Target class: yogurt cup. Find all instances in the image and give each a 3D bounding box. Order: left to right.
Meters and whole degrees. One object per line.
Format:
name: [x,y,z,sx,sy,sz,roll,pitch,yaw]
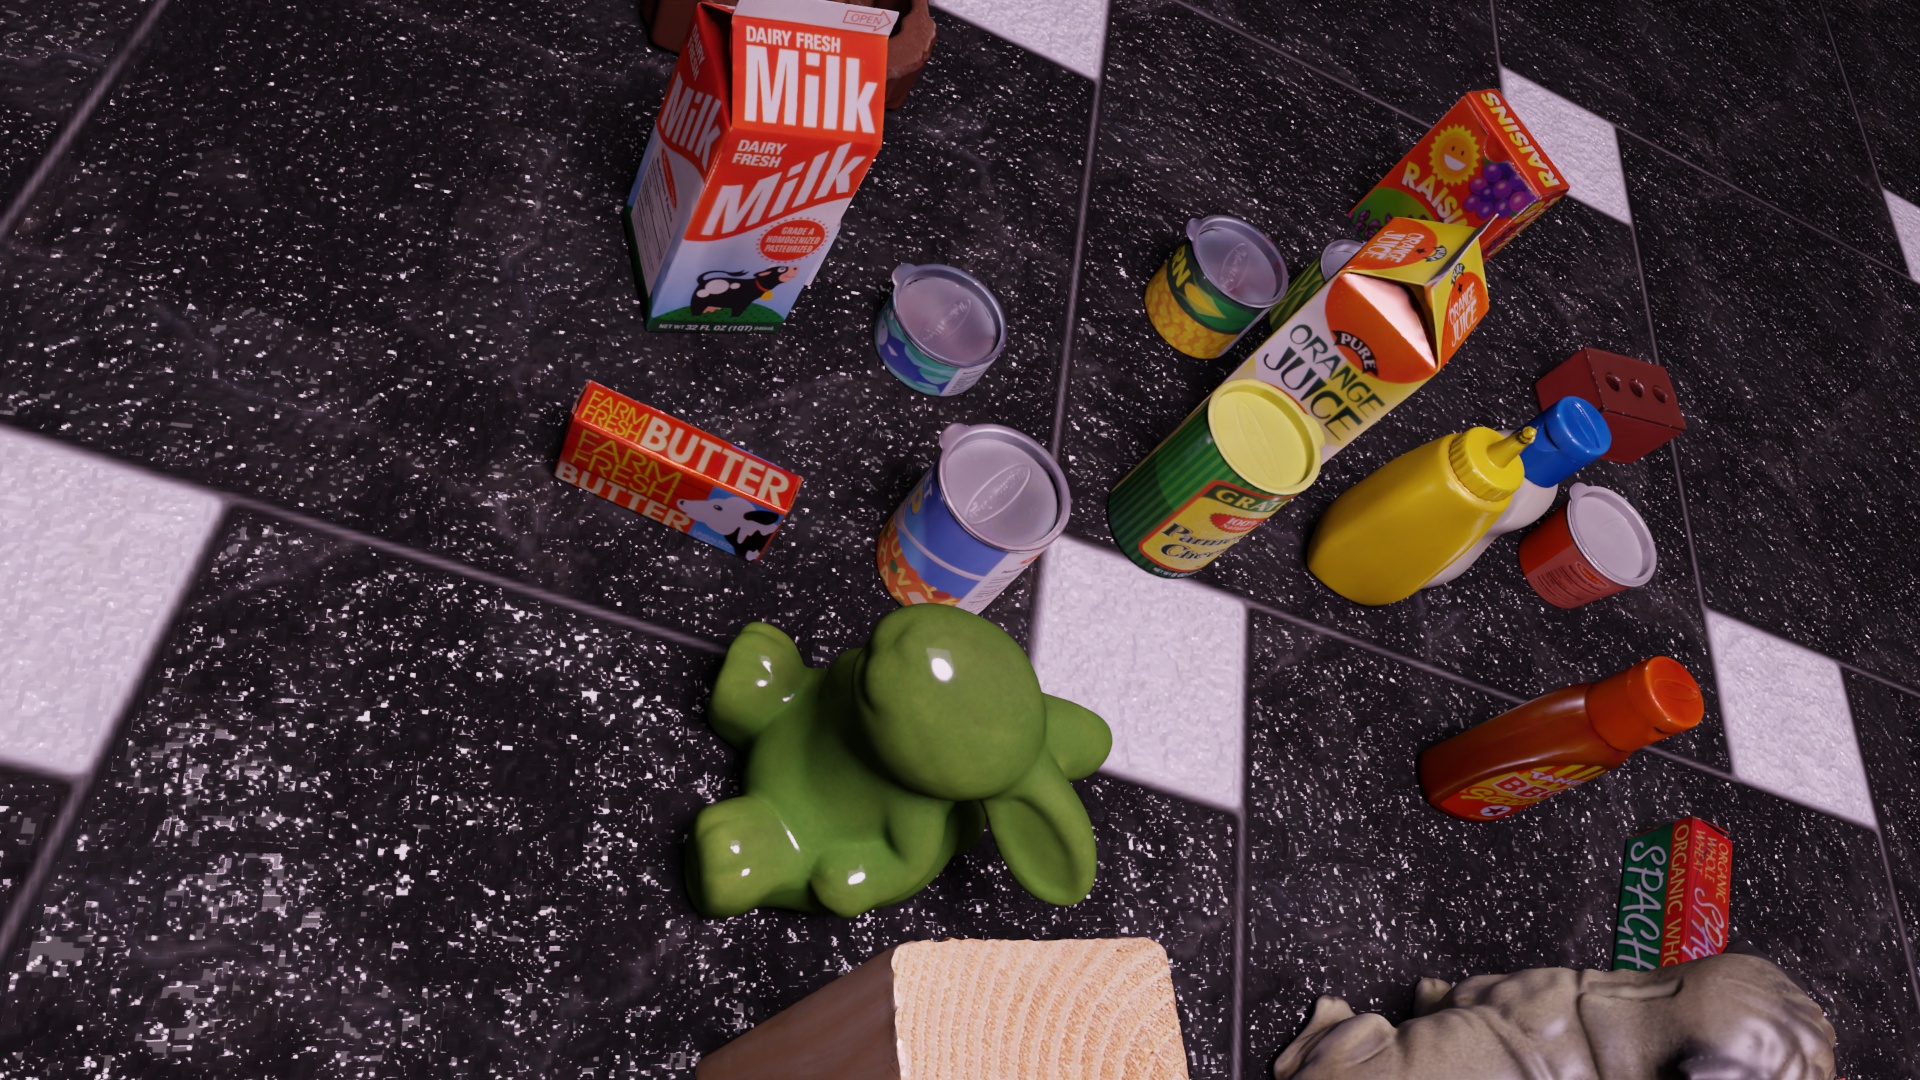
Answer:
yogurt cup: [0.388,0.008,0.866,0.072,0.053,0.073,12,58,-21]

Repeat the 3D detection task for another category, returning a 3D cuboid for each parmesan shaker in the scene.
parmesan shaker: [0.132,-0.030,0.726,0.071,0.102,0.071,12,58,-21]

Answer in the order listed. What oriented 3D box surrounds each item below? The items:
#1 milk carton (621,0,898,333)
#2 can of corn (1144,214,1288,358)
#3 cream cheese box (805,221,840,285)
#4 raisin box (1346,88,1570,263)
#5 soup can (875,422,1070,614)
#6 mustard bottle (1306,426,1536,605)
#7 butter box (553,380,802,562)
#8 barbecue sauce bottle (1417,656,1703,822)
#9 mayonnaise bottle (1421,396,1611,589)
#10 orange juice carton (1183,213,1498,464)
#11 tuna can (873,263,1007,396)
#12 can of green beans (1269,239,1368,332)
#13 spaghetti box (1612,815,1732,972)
milk carton: [-0.095,-0.178,0.640,0.072,0.189,0.073,-4,65,-29]
can of corn: [0.150,-0.153,0.834,0.071,0.058,0.071,12,58,-21]
cream cheese box: [-0.079,-0.193,0.743,0.024,0.053,0.104,14,58,-20]
raisin box: [0.328,-0.226,0.926,0.040,0.122,0.086,-19,73,-34]
soup can: [0.002,-0.008,0.660,0.071,0.083,0.071,12,58,-21]
mustard bottle: [0.254,-0.020,0.747,0.065,0.159,0.049,31,54,-8]
butter box: [-0.128,-0.029,0.625,0.103,0.053,0.024,25,55,-13]
barbecue sauce bottle: [0.306,0.103,0.711,0.065,0.147,0.044,12,58,-21]
mayonnaise bottle: [0.295,-0.028,0.780,0.041,0.147,0.065,-7,67,-30]
orange juice carton: [0.212,-0.104,0.753,0.073,0.191,0.072,46,53,3]
tuna can: [-0.013,-0.114,0.744,0.071,0.032,0.071,12,58,-21]
can of green beans: [0.238,-0.146,0.875,0.071,0.057,0.071,12,58,-21]
spaghetti box: [0.360,0.255,0.714,0.028,0.050,0.251,33,53,-7]
